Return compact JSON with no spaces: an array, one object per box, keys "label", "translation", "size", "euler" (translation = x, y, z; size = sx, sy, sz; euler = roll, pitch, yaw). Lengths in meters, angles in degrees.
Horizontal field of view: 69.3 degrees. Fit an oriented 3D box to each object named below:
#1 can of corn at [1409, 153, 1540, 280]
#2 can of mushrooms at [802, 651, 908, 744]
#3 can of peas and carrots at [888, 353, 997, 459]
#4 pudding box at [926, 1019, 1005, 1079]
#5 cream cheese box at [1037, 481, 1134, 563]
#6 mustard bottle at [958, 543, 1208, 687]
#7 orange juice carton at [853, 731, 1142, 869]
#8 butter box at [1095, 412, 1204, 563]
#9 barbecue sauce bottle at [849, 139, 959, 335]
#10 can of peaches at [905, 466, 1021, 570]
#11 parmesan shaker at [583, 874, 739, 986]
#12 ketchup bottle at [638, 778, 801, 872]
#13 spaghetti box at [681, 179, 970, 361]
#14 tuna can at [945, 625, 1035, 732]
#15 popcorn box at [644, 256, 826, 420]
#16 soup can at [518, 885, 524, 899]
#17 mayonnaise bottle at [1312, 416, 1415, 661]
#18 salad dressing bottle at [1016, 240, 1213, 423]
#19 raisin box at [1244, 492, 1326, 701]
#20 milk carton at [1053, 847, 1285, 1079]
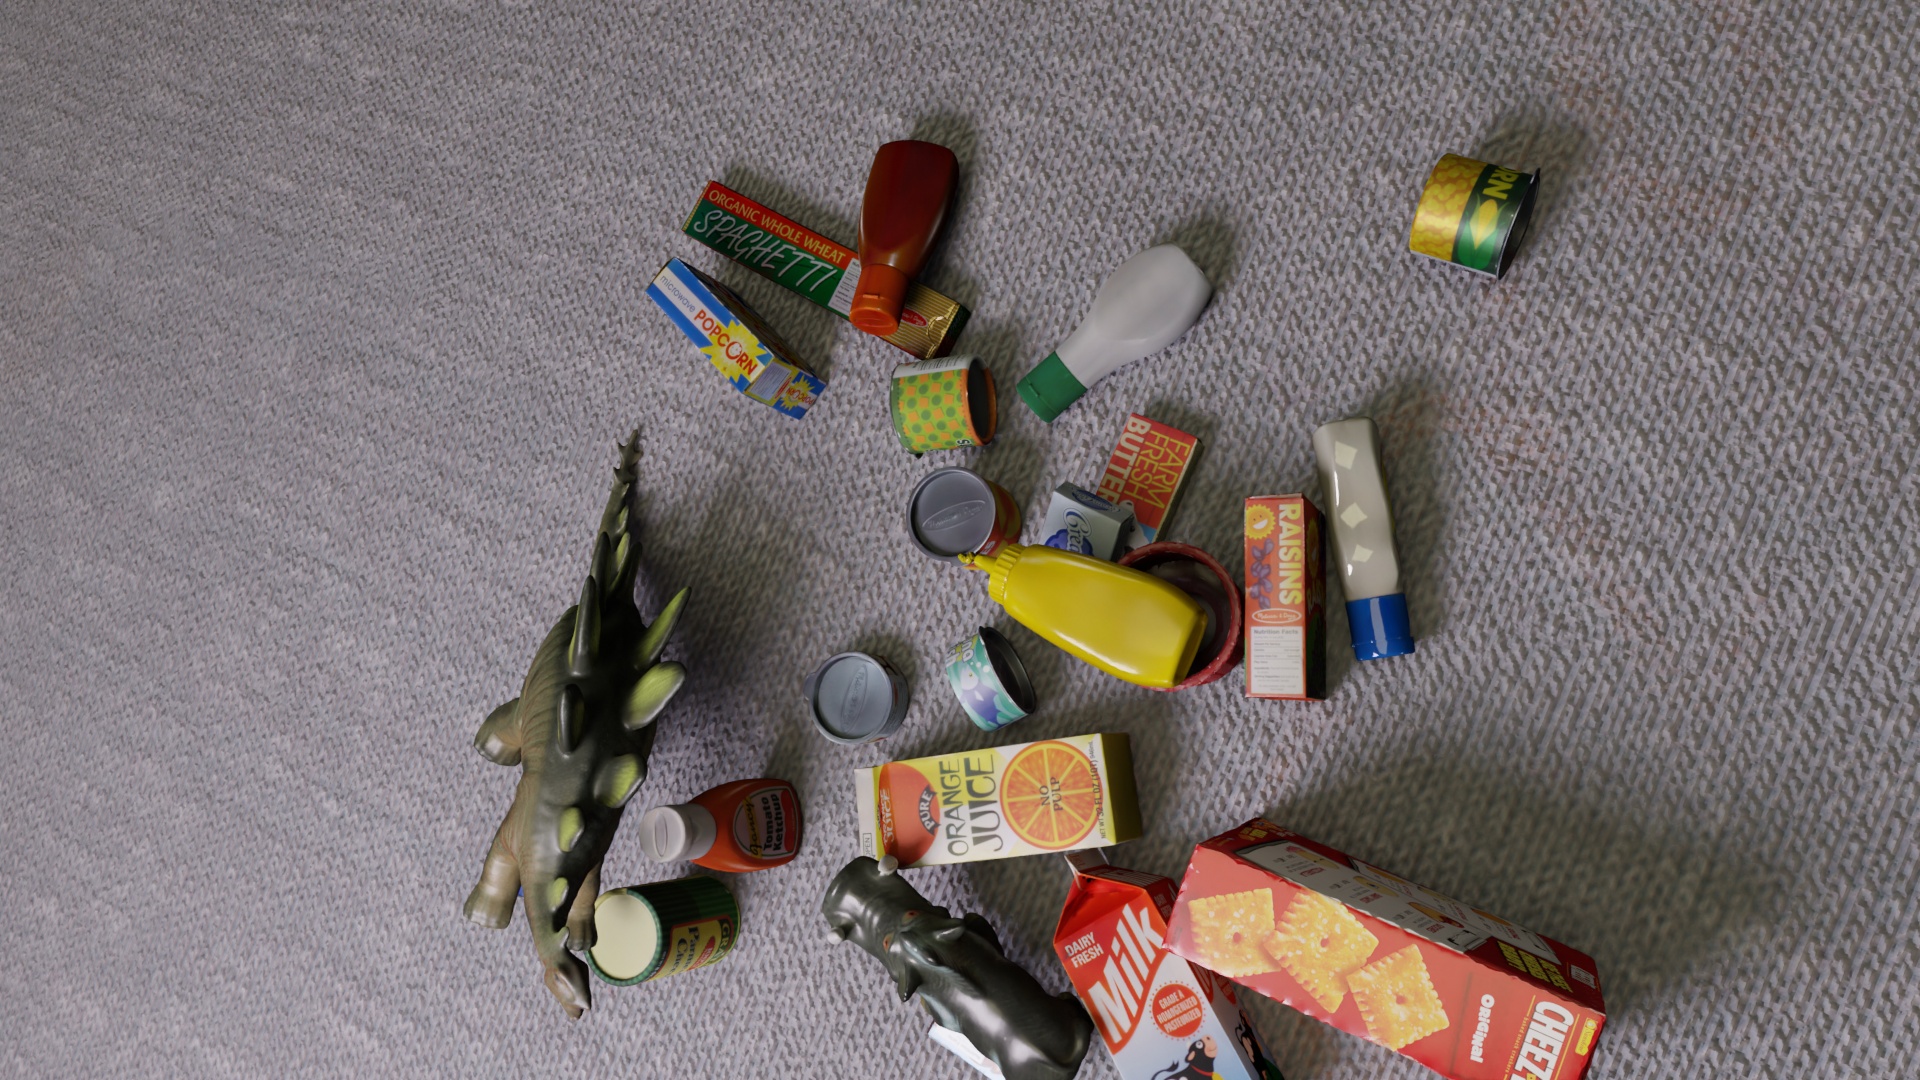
[{"label":"can of corn","translation":[0.321,-0.205,0.868],"size":[0.058,0.071,0.071],"euler":[23,91,24]},{"label":"can of mushrooms","translation":[-0.075,0.112,0.994],"size":[0.071,0.033,0.071],"euler":[-3,81,21]},{"label":"can of peas and carrots","translation":[-0.011,-0.094,0.985],"size":[0.058,0.071,0.071],"euler":[-6,80,20]},{"label":"pudding box","translation":[0.025,0.329,0.923],"size":[0.084,0.030,0.049],"euler":[28,91,23]},{"label":"cream cheese box","translation":[0.076,0.018,0.932],"size":[0.053,0.024,0.103],"euler":[26,120,21]},{"label":"mustard bottle","translation":[0.069,0.036,0.851],"size":[0.160,0.049,0.065],"euler":[24,91,24]},{"label":"orange juice carton","translation":[0.017,0.175,0.927],"size":[0.192,0.073,0.072],"euler":[-11,78,20]},{"label":"butter box","translation":[0.121,-0.030,0.944],"size":[0.053,0.024,0.103],"euler":[23,91,22]},{"label":"barbecue sauce bottle","translation":[-0.046,-0.219,1.005],"size":[0.065,0.043,0.149],"euler":[8,66,13]},{"label":"can of peaches","translation":[0.003,-0.012,0.970],"size":[0.071,0.058,0.071],"euler":[-3,81,20]},{"label":"parmesan shaker","translation":[-0.213,0.277,0.985],"size":[0.071,0.103,0.071],"euler":[-3,81,21]},{"label":"ketchup bottle","translation":[-0.163,0.197,0.953],"size":[0.043,0.149,0.065],"euler":[-10,79,22]},{"label":"spaghetti box","translation":[-0.106,-0.206,1.058],"size":[0.250,0.028,0.050],"euler":[30,93,23]},{"label":"tuna can","translation":[0.019,0.093,0.941],"size":[0.033,0.071,0.071],"euler":[-30,72,16]},{"label":"popcorn box","translation":[-0.168,-0.152,1.044],"size":[0.038,0.085,0.127],"euler":[-48,68,8]},{"label":"soup can","translation":[-0.307,0.224,1.052],"size":[0.071,0.071,0.083],"euler":[27,92,23]},{"label":"mayonnaise bottle","translation":[0.253,0.000,0.869],"size":[0.041,0.065,0.148],"euler":[-10,82,12]},{"label":"salad dressing bottle","translation":[0.104,-0.142,0.959],"size":[0.147,0.044,0.064],"euler":[-40,72,13]},{"label":"raisin box","translation":[0.204,0.038,0.867],"size":[0.040,0.086,0.123],"euler":[-2,81,23]},{"label":"milk carton","translation":[0.122,0.280,0.869],"size":[0.073,0.072,0.191],"euler":[-33,71,14]}]
